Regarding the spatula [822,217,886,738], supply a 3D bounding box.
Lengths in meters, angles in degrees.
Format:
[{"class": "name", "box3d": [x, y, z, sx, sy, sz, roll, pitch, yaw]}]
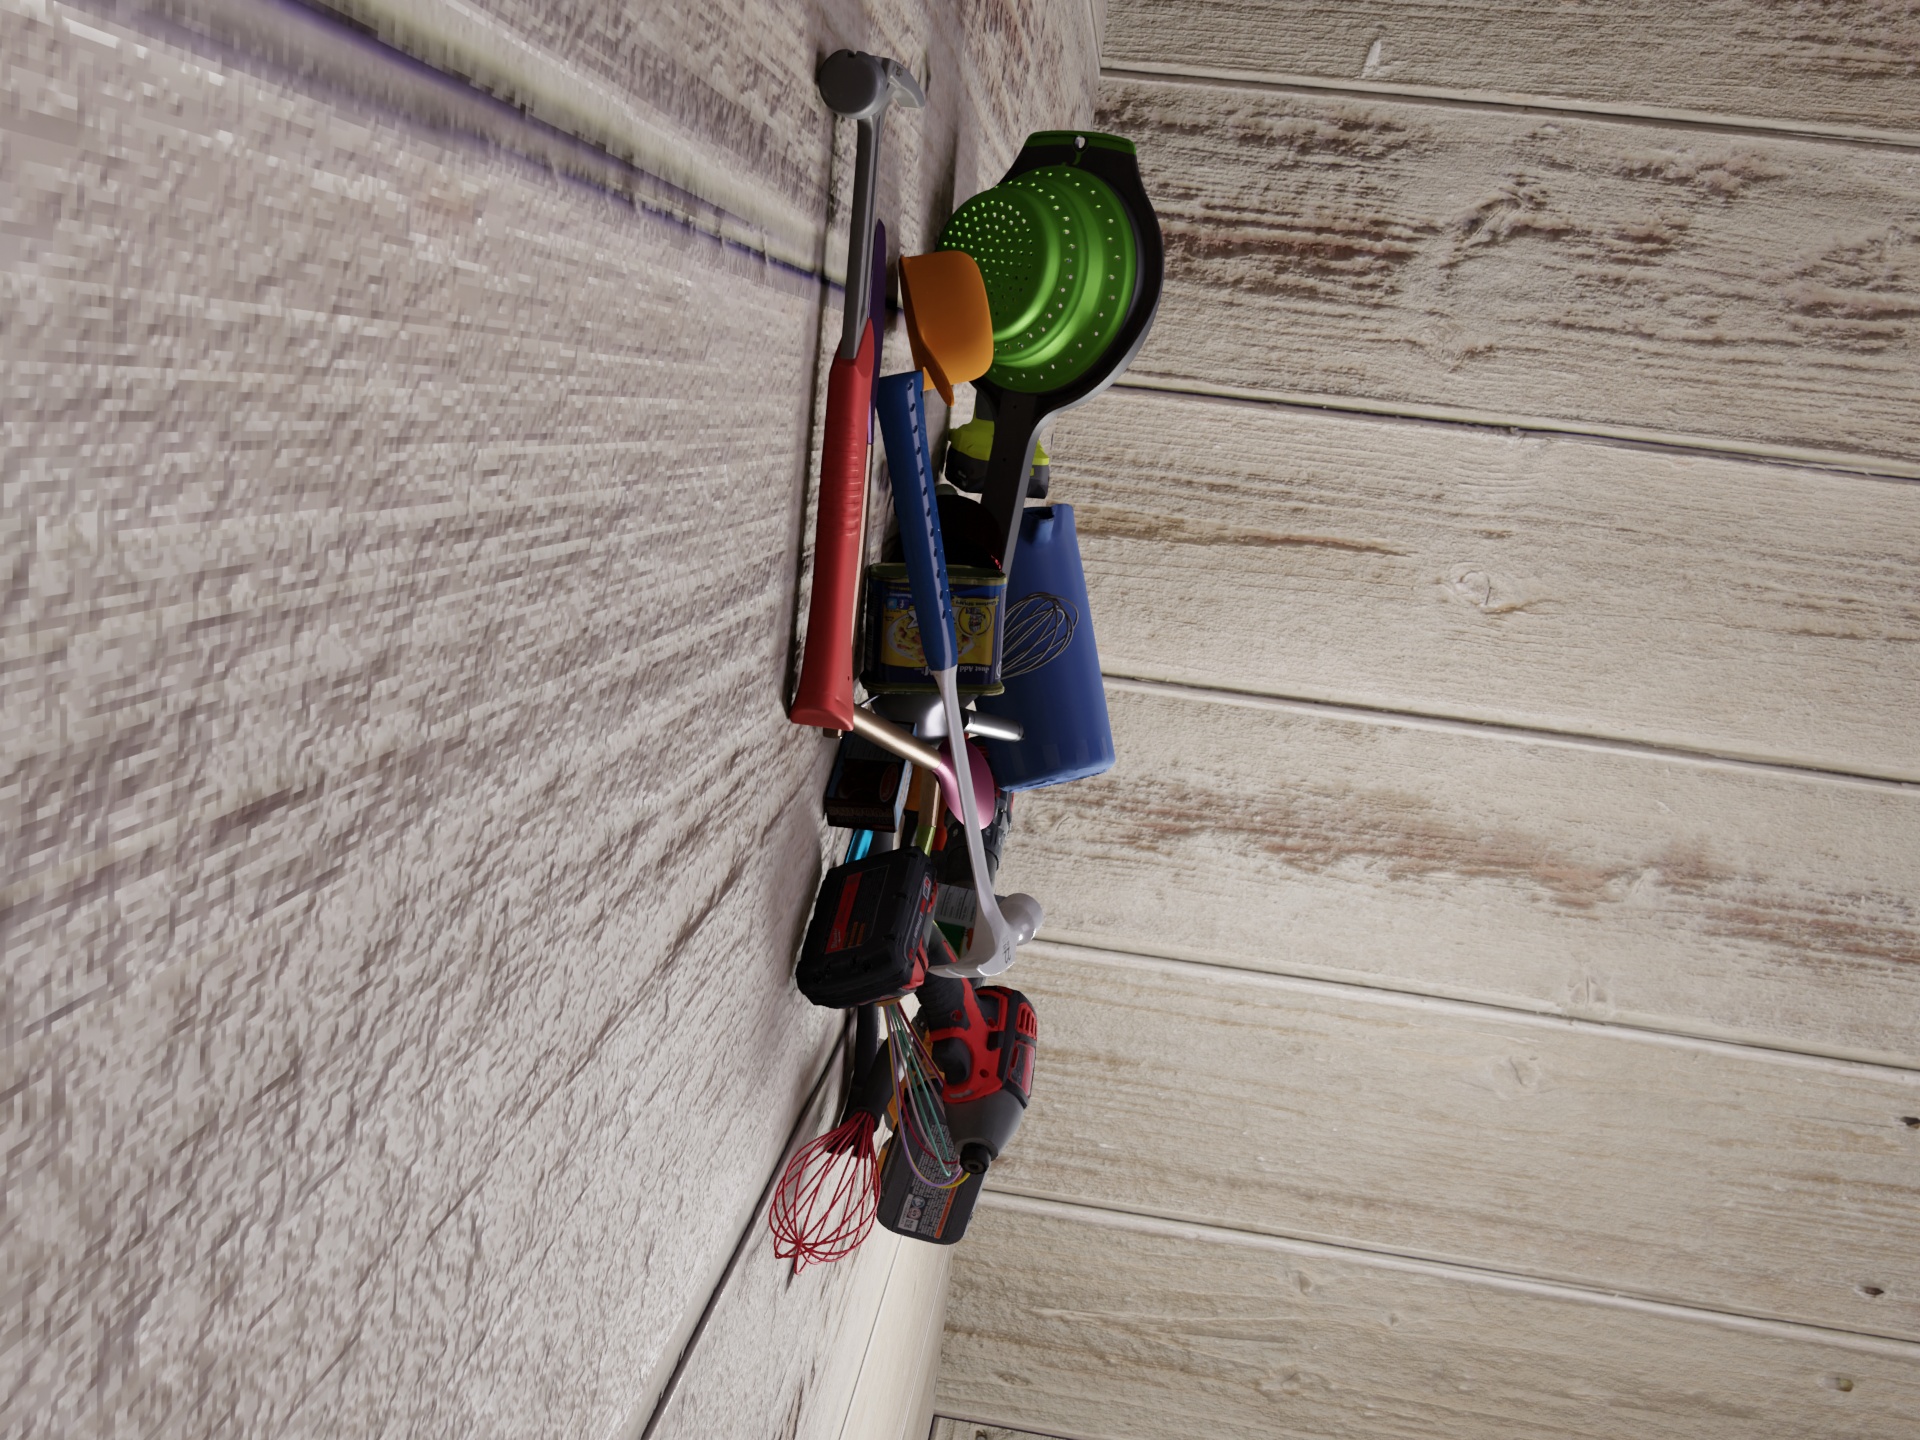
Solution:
[{"class": "spatula", "box3d": [-0.063, -0.145, 0.981, 0.060, 0.018, 0.316, -62, 158, -83]}]

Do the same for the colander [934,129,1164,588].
[{"class": "colander", "box3d": [0.030, -0.265, 1.237, 0.094, 0.205, 0.397, -2, 107, -52]}]

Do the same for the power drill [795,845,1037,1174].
[{"class": "power drill", "box3d": [-0.018, 0.204, 1.100, 0.219, 0.078, 0.143, 56, 30, -32]}]

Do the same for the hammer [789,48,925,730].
[{"class": "hammer", "box3d": [-0.061, -0.171, 0.876, 0.149, 0.037, 0.359, -64, 160, -74]}]

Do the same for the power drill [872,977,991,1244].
[{"class": "power drill", "box3d": [-0.014, 0.300, 1.319, 0.226, 0.084, 0.185, -97, -156, -76]}]

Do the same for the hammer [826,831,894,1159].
[{"class": "hammer", "box3d": [-0.074, 0.203, 1.286, 0.146, 0.035, 0.334, -75, 171, -59]}]

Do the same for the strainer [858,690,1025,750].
[{"class": "strainer", "box3d": [-0.002, -0.004, 1.232, 0.087, 0.050, 0.258, 60, 19, 19]}]

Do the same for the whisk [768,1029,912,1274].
[{"class": "whisk", "box3d": [-0.074, 0.300, 1.154, 0.296, 0.073, 0.073, -56, 154, -70]}]

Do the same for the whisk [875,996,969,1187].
[{"class": "whisk", "box3d": [-0.041, 0.225, 1.165, 0.051, 0.047, 0.245, -26, 99, -74]}]

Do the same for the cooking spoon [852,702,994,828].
[{"class": "cooking spoon", "box3d": [-0.028, 0.022, 1.076, 0.318, 0.017, 0.069, 32, 51, -66]}]

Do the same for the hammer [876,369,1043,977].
[{"class": "hammer", "box3d": [-0.010, -0.024, 1.048, 0.144, 0.035, 0.405, -35, 117, -66]}]

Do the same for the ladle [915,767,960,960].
[{"class": "ladle", "box3d": [-0.013, 0.059, 1.269, 0.078, 0.062, 0.320, 34, 59, -67]}]

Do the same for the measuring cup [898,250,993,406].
[{"class": "measuring cup", "box3d": [-0.001, -0.244, 1.024, 0.174, 0.052, 0.095, -110, -171, -54]}]

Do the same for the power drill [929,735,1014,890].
[{"class": "power drill", "box3d": [-0.001, 0.147, 1.484, 0.226, 0.080, 0.188, 108, -6, -45]}]

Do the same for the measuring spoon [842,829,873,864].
[{"class": "measuring spoon", "box3d": [-0.075, 0.070, 1.164, 0.042, 0.021, 0.129, 49, 48, -46]}]

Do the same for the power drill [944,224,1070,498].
[{"class": "power drill", "box3d": [0.045, -0.313, 1.385, 0.191, 0.080, 0.228, -125, -140, -70]}]

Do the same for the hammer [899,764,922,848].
[{"class": "hammer", "box3d": [-0.038, 0.061, 1.463, 0.127, 0.034, 0.337, 93, 7, -49]}]

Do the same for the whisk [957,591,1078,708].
[{"class": "whisk", "box3d": [0.016, -0.033, 1.312, 0.239, 0.055, 0.055, -41, -153, 43]}]

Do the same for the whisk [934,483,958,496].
[{"class": "whisk", "box3d": [0.002, -0.176, 1.500, 0.058, 0.059, 0.246, -54, 168, -3]}]
